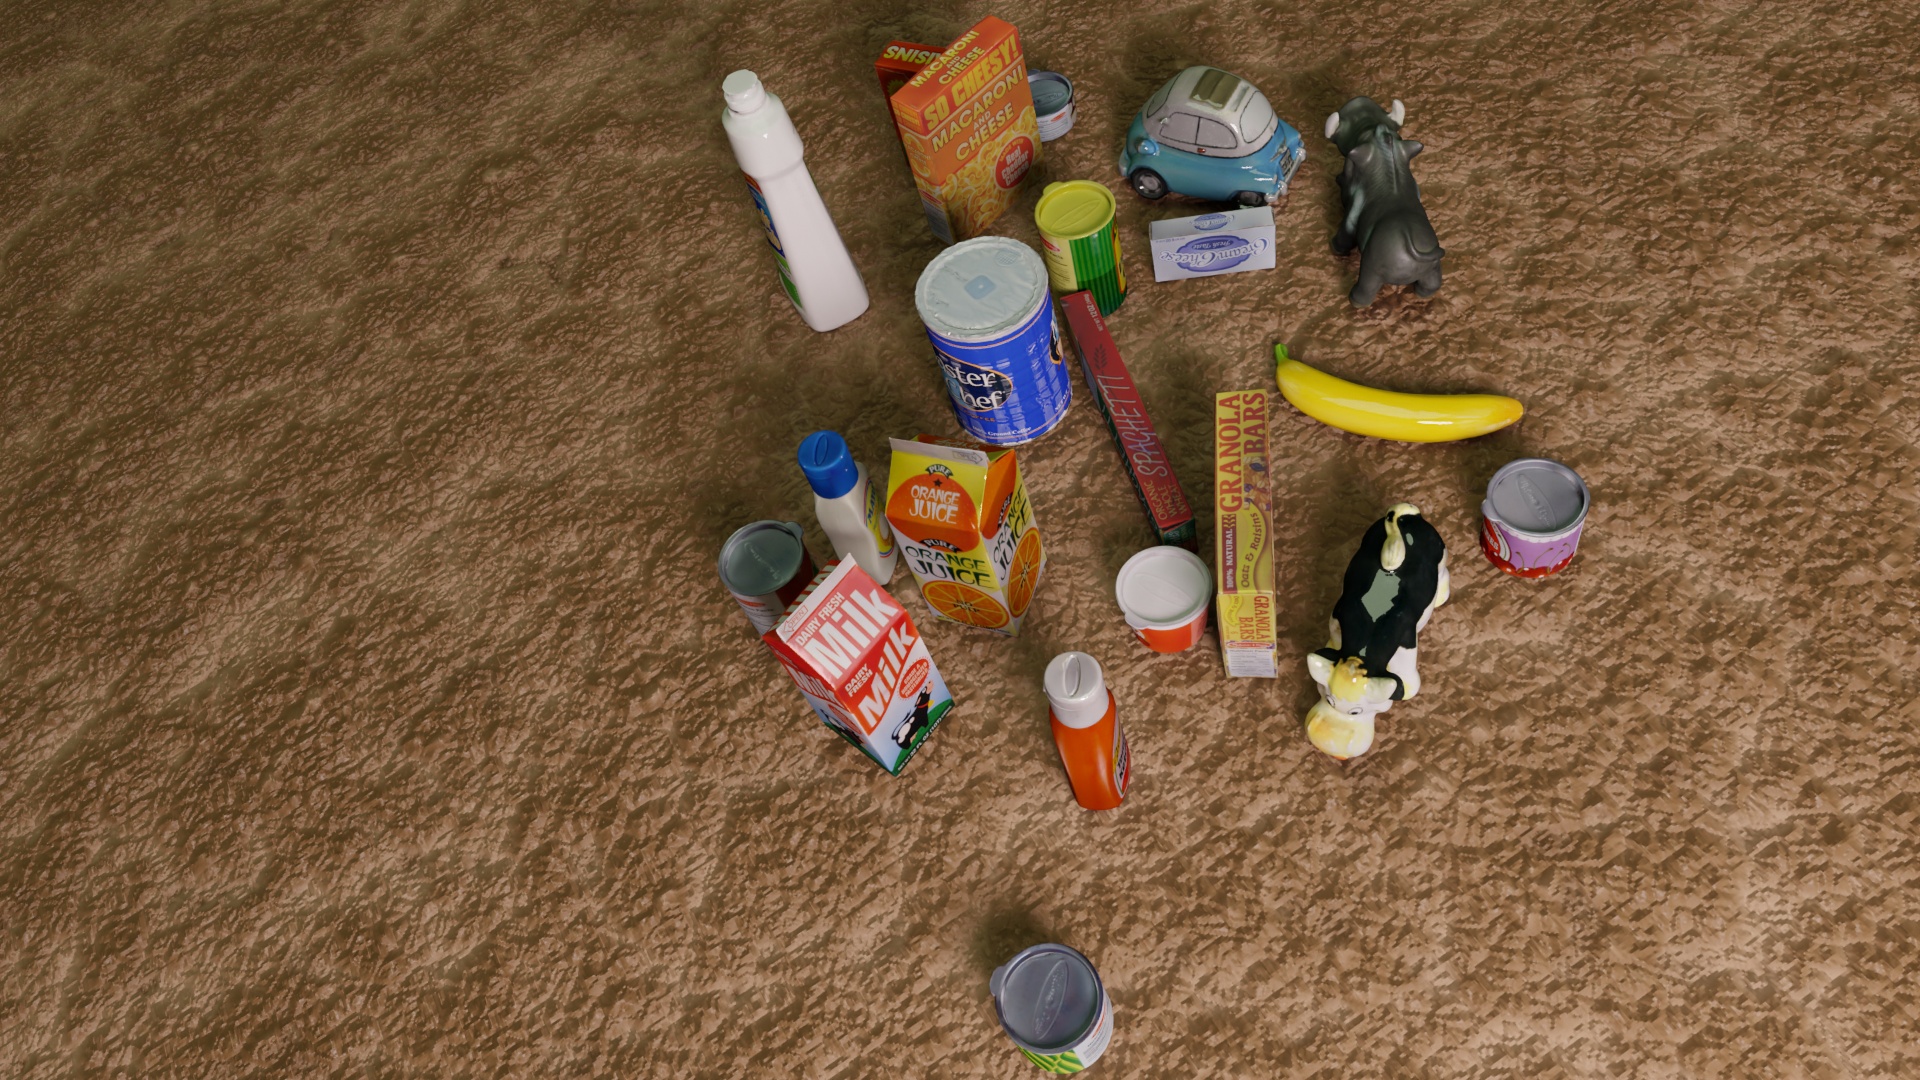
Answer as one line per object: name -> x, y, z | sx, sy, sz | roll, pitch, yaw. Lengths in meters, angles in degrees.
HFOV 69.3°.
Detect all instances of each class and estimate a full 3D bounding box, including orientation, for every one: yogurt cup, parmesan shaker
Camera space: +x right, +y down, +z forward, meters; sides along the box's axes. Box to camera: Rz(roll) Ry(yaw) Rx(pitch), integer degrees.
yogurt cup -> 0.148, 0.045, 1.000 | 0.072, 0.053, 0.073 | -6, 57, 10
parmesan shaker -> 0.102, -0.244, 1.169 | 0.071, 0.102, 0.071 | -6, 57, 10

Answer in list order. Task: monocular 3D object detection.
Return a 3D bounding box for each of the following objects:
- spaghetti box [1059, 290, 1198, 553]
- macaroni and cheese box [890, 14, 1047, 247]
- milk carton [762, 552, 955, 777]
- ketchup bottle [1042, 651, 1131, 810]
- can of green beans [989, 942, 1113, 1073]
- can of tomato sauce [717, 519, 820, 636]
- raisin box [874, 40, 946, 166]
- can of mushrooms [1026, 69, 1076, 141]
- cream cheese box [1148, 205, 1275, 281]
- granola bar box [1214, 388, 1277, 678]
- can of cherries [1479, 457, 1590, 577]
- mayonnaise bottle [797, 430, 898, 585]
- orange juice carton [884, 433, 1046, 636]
spaghetti box -> 0.131, -0.094, 1.097 | 0.029, 0.050, 0.251 | -19, 55, 1
macaroni and cheese box -> 0.010, -0.357, 1.227 | 0.040, 0.165, 0.124 | 36, 72, 30
milk carton -> -0.072, 0.081, 0.948 | 0.073, 0.189, 0.072 | 31, 70, 29
ketchup bottle -> 0.083, 0.122, 0.909 | 0.043, 0.148, 0.065 | -3, 58, 13
can of green beans -> 0.059, 0.290, 0.860 | 0.071, 0.057, 0.071 | -6, 57, 10
can of tomato sauce -> -0.138, 0.032, 1.061 | 0.071, 0.082, 0.071 | -6, 57, 10
raisin box -> -0.021, -0.398, 1.287 | 0.086, 0.123, 0.040 | 18, 64, 23
can of mushrooms -> 0.077, -0.417, 1.330 | 0.071, 0.033, 0.071 | -6, 57, 10
cream cheese box -> 0.214, -0.250, 1.176 | 0.104, 0.053, 0.024 | -6, 57, 10
granola bar box -> 0.200, -0.004, 0.976 | 0.039, 0.123, 0.166 | -2, 57, 13
can of cherries -> 0.399, -0.015, 0.975 | 0.071, 0.058, 0.072 | -6, 57, 10
mayonnaise bottle -> -0.084, -0.025, 1.045 | 0.041, 0.147, 0.065 | -3, 57, 12
orange juice carton -> 0.004, -0.012, 0.989 | 0.072, 0.191, 0.073 | 12, 62, 20
